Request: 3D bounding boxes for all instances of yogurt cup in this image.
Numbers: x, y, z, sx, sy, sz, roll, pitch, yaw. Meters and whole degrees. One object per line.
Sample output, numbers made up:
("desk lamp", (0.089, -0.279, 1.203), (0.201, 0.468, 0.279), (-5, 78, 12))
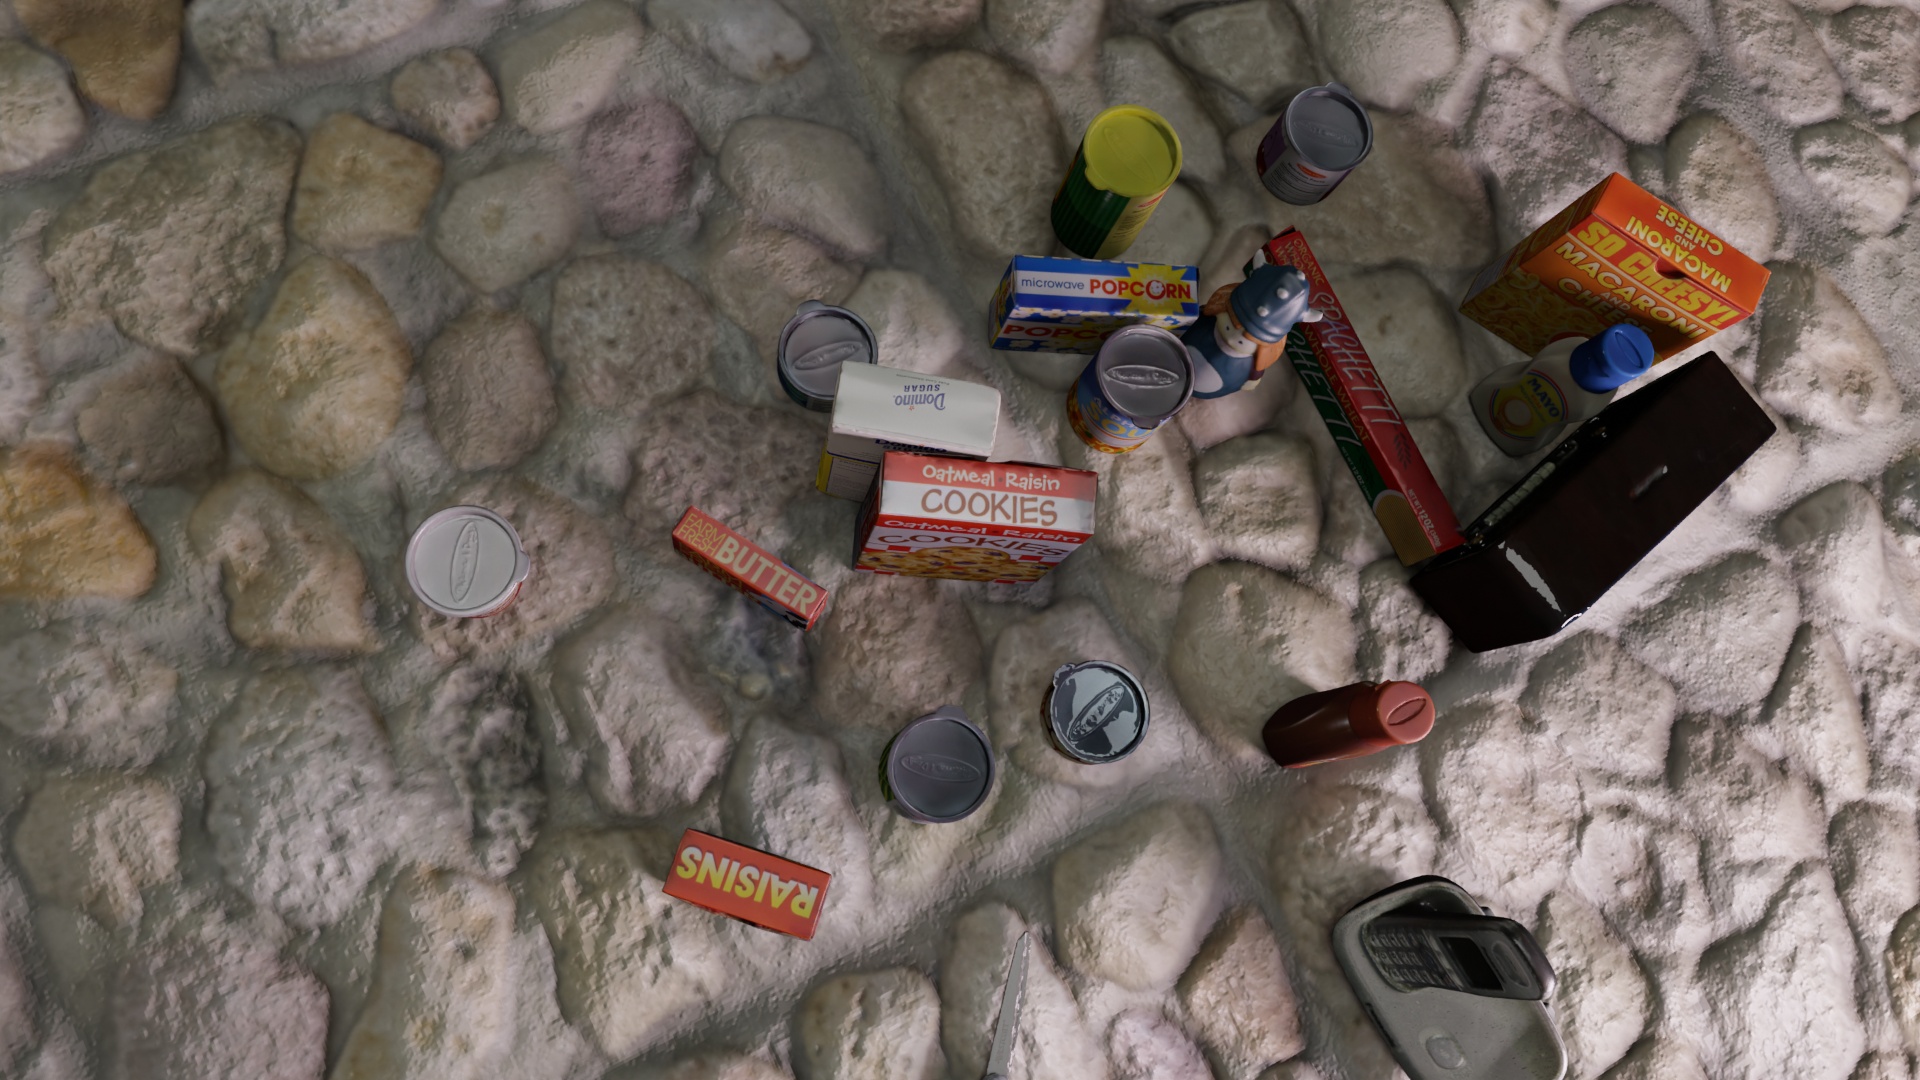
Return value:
("yogurt cup", (-0.298, 0.017, 0.846), (0.072, 0.054, 0.072), (2, 77, -9))

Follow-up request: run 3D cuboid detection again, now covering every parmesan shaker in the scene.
("parmesan shaker", (0.101, -0.241, 0.948), (0.071, 0.103, 0.071), (2, 77, -9))

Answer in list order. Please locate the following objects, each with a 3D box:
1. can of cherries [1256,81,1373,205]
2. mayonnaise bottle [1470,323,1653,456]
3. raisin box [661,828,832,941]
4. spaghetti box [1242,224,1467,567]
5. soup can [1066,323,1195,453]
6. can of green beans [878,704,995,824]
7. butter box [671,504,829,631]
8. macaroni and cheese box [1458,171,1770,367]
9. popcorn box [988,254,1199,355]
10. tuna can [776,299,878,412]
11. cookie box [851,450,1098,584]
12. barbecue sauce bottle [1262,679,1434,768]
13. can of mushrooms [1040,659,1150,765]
("can of cherries", (0.257, -0.288, 1.009), (0.071, 0.058, 0.071), (2, 77, -9))
("mayonnaise bottle", (0.409, -0.105, 0.946), (0.041, 0.147, 0.065), (-31, 84, -14))
("raisin box", (-0.123, 0.196, 0.798), (0.086, 0.123, 0.040), (20, 75, -5))
("spaghetti box", (0.273, -0.100, 0.972), (0.029, 0.050, 0.250), (-24, 82, -14))
("soup can", (0.112, -0.097, 0.927), (0.071, 0.083, 0.071), (2, 77, -9))
("can of green beans", (-0.016, 0.143, 0.863), (0.071, 0.057, 0.071), (2, 77, -9))
("butter box", (-0.133, 0.019, 0.874), (0.103, 0.053, 0.024), (32, 75, -1))
("macaroni and cheese box", (0.443, -0.170, 0.957), (0.124, 0.166, 0.040), (32, 75, -1))
("popcorn box", (0.088, -0.156, 0.936), (0.127, 0.085, 0.038), (2, 77, -9))
("tuna can", (-0.090, -0.122, 0.925), (0.071, 0.032, 0.071), (2, 77, -9))
("cookie box", (0.003, -0.011, 0.845), (0.123, 0.167, 0.040), (5, 77, -9))
("barbecue sauce bottle", (0.243, 0.113, 0.867), (0.065, 0.148, 0.043), (-26, 83, -14))
("can of mushrooms", (0.085, 0.110, 0.900), (0.071, 0.033, 0.071), (2, 77, -9))
